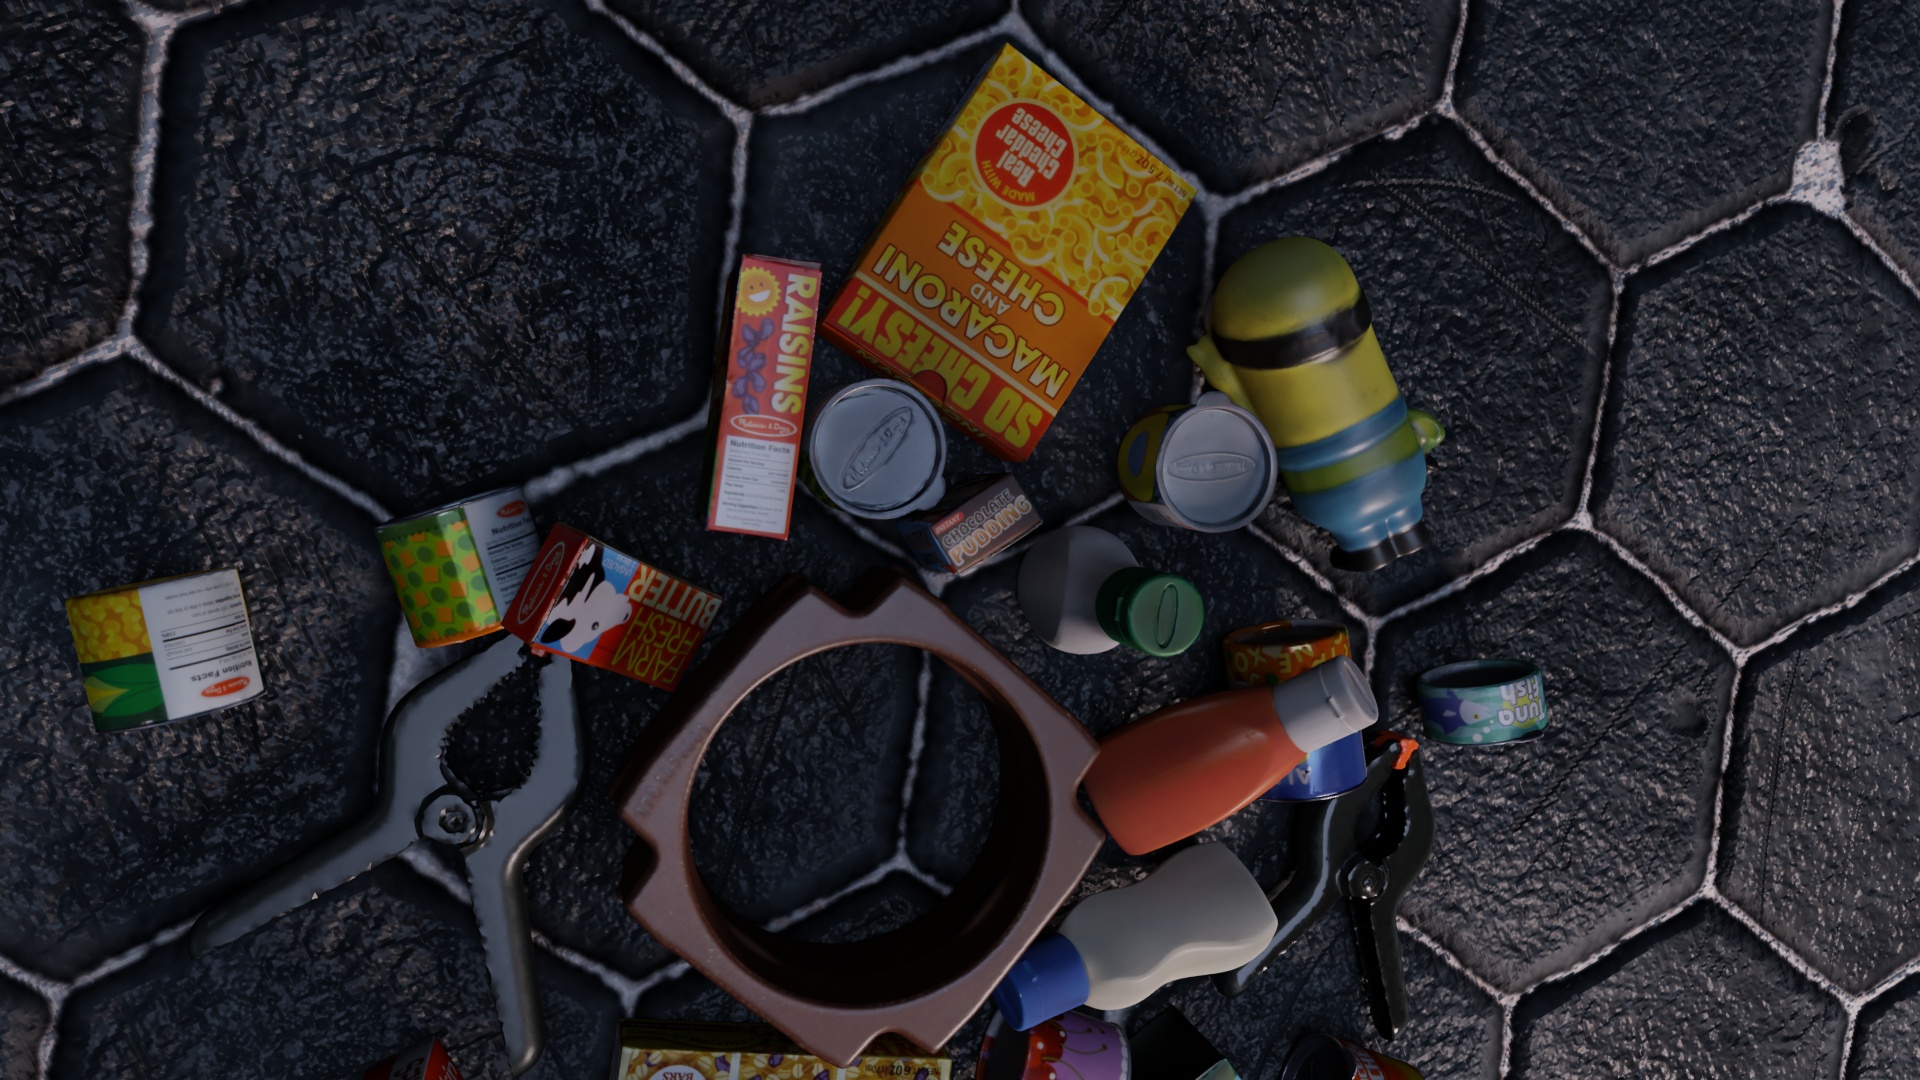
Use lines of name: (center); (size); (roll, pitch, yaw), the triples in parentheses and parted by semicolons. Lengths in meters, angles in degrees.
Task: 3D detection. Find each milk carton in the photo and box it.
milk carton: (0.147, 0.355, 0.744); (0.073, 0.072, 0.190); (-35, 100, -10)

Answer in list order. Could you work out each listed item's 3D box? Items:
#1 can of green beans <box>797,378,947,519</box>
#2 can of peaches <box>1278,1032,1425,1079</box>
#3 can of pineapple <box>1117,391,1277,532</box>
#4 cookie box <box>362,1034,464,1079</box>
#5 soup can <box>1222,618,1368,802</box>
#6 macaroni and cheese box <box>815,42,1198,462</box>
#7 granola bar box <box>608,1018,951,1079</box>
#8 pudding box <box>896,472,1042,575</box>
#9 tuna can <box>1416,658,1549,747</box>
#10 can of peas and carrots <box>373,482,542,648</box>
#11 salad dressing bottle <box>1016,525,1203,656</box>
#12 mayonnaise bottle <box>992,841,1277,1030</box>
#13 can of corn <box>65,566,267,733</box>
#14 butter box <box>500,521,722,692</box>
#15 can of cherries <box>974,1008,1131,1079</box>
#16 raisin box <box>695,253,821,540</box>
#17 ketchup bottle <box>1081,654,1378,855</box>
can of green beans: (-0.045, -0.044, 0.675); (0.071, 0.058, 0.071); (-1, 94, -15)
can of peaches: (0.217, 0.310, 0.760); (0.058, 0.071, 0.071); (24, 87, -16)
can of pineapple: (0.122, -0.040, 0.719); (0.071, 0.058, 0.071); (-1, 94, -15)
cookie box: (-0.215, 0.321, 0.618); (0.040, 0.123, 0.167); (-30, 101, -12)
soup can: (0.175, 0.089, 0.737); (0.071, 0.071, 0.083); (-11, 96, -14)
macaroni and cheese box: (0.023, -0.141, 0.696); (0.123, 0.040, 0.166); (33, 85, -13)
granola bar box: (-0.095, 0.308, 0.693); (0.166, 0.039, 0.124); (8, 92, -15)
pudding box: (0.002, -0.008, 0.677); (0.050, 0.083, 0.030); (-33, 99, -10)
tuna can: (0.288, 0.089, 0.765); (0.071, 0.071, 0.032); (-12, 96, -14)
can of peas and carrots: (-0.224, 0.011, 0.628); (0.071, 0.071, 0.058); (-18, 99, -13)
salad dressing bottle: (0.069, 0.027, 0.663); (0.044, 0.147, 0.064); (7, 92, -15)
mayonnaise bottle: (0.087, 0.205, 0.711); (0.148, 0.065, 0.041); (-15, 139, -25)
can of corn: (-0.344, 0.046, 0.599); (0.071, 0.071, 0.058); (-12, 96, -14)
butter box: (-0.156, 0.033, 0.636); (0.053, 0.024, 0.103); (-62, 149, -5)
can of cherries: (0.046, 0.275, 0.712); (0.058, 0.071, 0.071); (24, 88, -15)
raisin box: (-0.094, -0.066, 0.646); (0.040, 0.086, 0.123); (7, 92, -13)
ketchup bottle: (0.134, 0.104, 0.698); (0.148, 0.044, 0.064); (-30, 88, 27)
